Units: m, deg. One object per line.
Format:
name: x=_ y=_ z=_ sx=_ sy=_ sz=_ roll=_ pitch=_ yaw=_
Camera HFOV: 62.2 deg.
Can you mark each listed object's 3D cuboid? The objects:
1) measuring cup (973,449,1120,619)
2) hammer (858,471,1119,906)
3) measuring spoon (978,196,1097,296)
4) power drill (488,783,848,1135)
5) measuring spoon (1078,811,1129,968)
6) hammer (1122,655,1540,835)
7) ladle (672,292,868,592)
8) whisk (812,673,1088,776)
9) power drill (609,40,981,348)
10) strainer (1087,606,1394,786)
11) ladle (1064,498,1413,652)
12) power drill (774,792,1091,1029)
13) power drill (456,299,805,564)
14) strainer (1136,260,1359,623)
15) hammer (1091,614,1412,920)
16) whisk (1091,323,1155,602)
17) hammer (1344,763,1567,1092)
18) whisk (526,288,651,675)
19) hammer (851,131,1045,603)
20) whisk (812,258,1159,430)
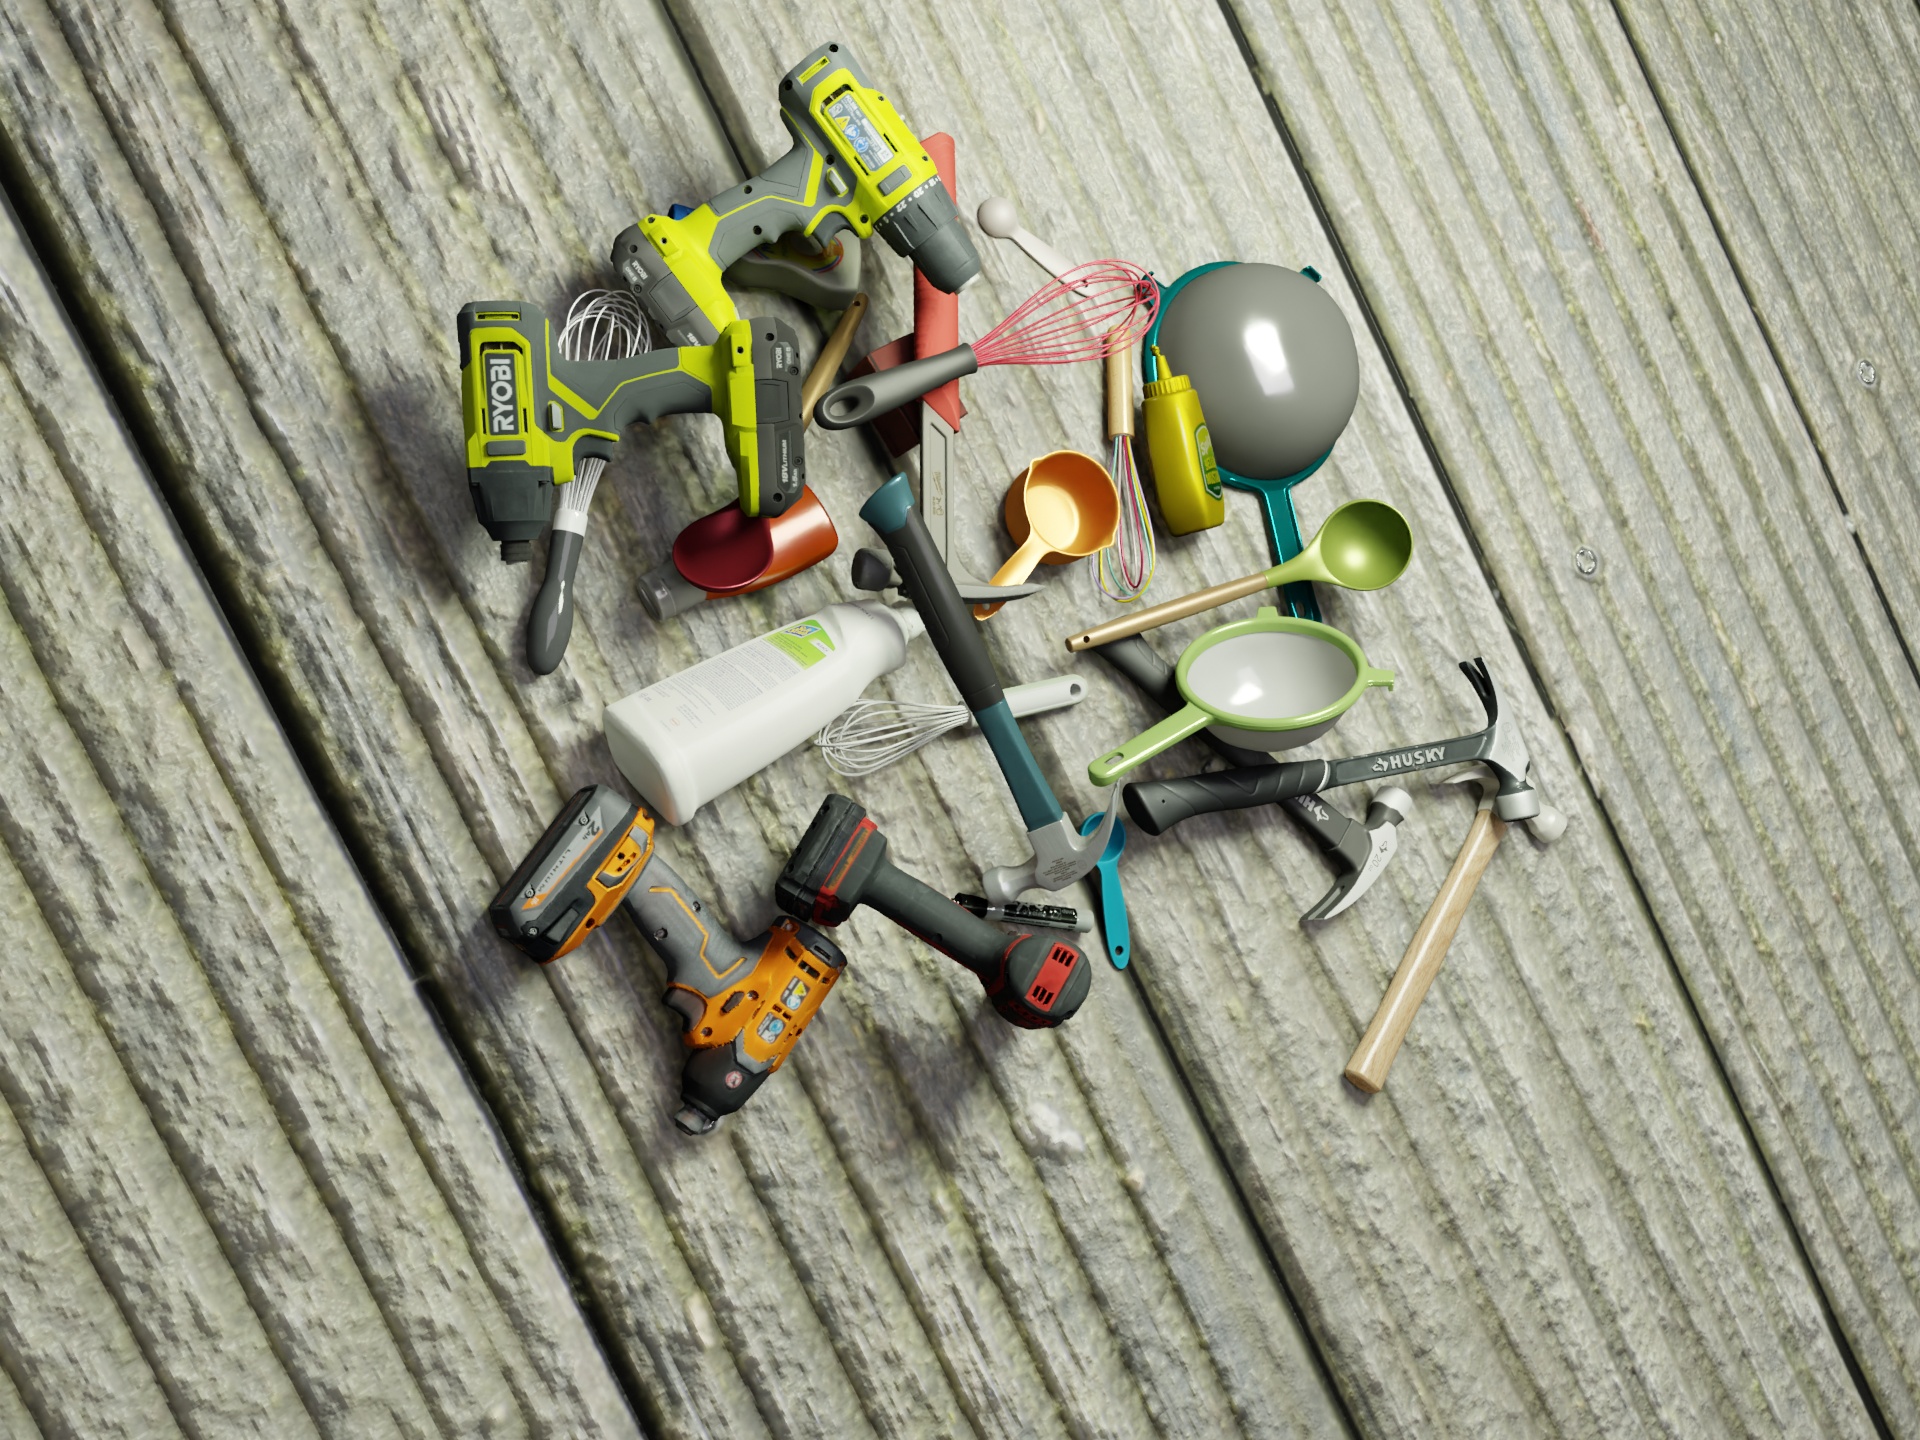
measuring cup: x=0.055 y=-0.139 z=1.273 sx=0.095 sy=0.052 sz=0.174 roll=44 pitch=69 yaw=-12
hammer: x=0.013 y=-0.023 z=1.161 sx=0.331 sy=0.128 sz=0.033 roll=64 pitch=20 yaw=-13
measuring spoon: x=0.069 y=-0.398 z=1.338 sx=0.124 sy=0.018 sz=0.034 roll=33 pitch=70 yaw=-17
power drill: x=-0.206 y=0.168 z=1.092 sx=0.226 sy=0.084 sz=0.164 roll=40 pitch=69 yaw=-18
measuring spoon: x=0.116 y=0.136 z=1.280 sx=0.042 sy=0.021 sz=0.128 roll=-11 pitch=95 yaw=-26
hammer: x=0.315 y=0.039 z=1.334 sx=0.408 sy=0.036 sz=0.149 roll=-8 pitch=83 yaw=-26
ladle: x=-0.129 y=-0.211 z=1.185 sx=0.069 sy=0.031 sz=0.316 roll=20 pitch=59 yaw=3
whisk: x=-0.002 y=-0.004 z=1.229 sx=0.246 sy=0.059 sz=0.058 roll=-13 pitch=99 yaw=-30
power drill: x=-0.116 y=-0.342 z=1.147 sx=0.228 sy=0.080 sz=0.190 roll=-37 pitch=102 yaw=4
strainer: x=0.206 y=0.006 z=1.254 sx=0.256 sy=0.152 sz=0.069 roll=-28 pitch=130 yaw=-22
ladle: x=0.231 y=-0.110 z=1.303 sx=0.320 sy=0.062 sz=0.078 roll=-19 pitch=87 yaw=-20
power drill: x=-0.018 y=0.152 z=1.147 sx=0.226 sy=0.188 sz=0.080 roll=30 pitch=75 yaw=2
power drill: x=-0.221 y=-0.195 z=1.079 sx=0.223 sy=0.080 sz=0.171 roll=-3 pitch=96 yaw=-10
strainer: x=0.283 y=-0.249 z=1.369 sx=0.211 sy=0.095 sz=0.340 roll=-9 pitch=84 yaw=-25
hammer: x=0.233 y=0.030 z=1.336 sx=0.334 sy=0.035 sz=0.146 roll=39 pitch=68 yaw=-14
whisk: x=0.139 y=-0.216 z=1.329 sx=0.051 sy=0.047 sz=0.245 roll=5 pitch=77 yaw=-22
hammer: x=0.422 y=0.177 z=1.400 sx=0.130 sy=0.031 sz=0.331 roll=40 pitch=68 yaw=-14
whisk: x=-0.272 y=-0.171 z=1.130 sx=0.070 sy=0.070 sz=0.285 roll=12 pitch=82 yaw=-22
hammer: x=-0.009 y=-0.268 z=1.211 sx=0.149 sy=0.037 sz=0.359 roll=2 pitch=83 yaw=-23
whisk: x=0.024 y=-0.275 z=1.179 sx=0.296 sy=0.073 sz=0.073 roll=-25 pitch=93 yaw=-17
